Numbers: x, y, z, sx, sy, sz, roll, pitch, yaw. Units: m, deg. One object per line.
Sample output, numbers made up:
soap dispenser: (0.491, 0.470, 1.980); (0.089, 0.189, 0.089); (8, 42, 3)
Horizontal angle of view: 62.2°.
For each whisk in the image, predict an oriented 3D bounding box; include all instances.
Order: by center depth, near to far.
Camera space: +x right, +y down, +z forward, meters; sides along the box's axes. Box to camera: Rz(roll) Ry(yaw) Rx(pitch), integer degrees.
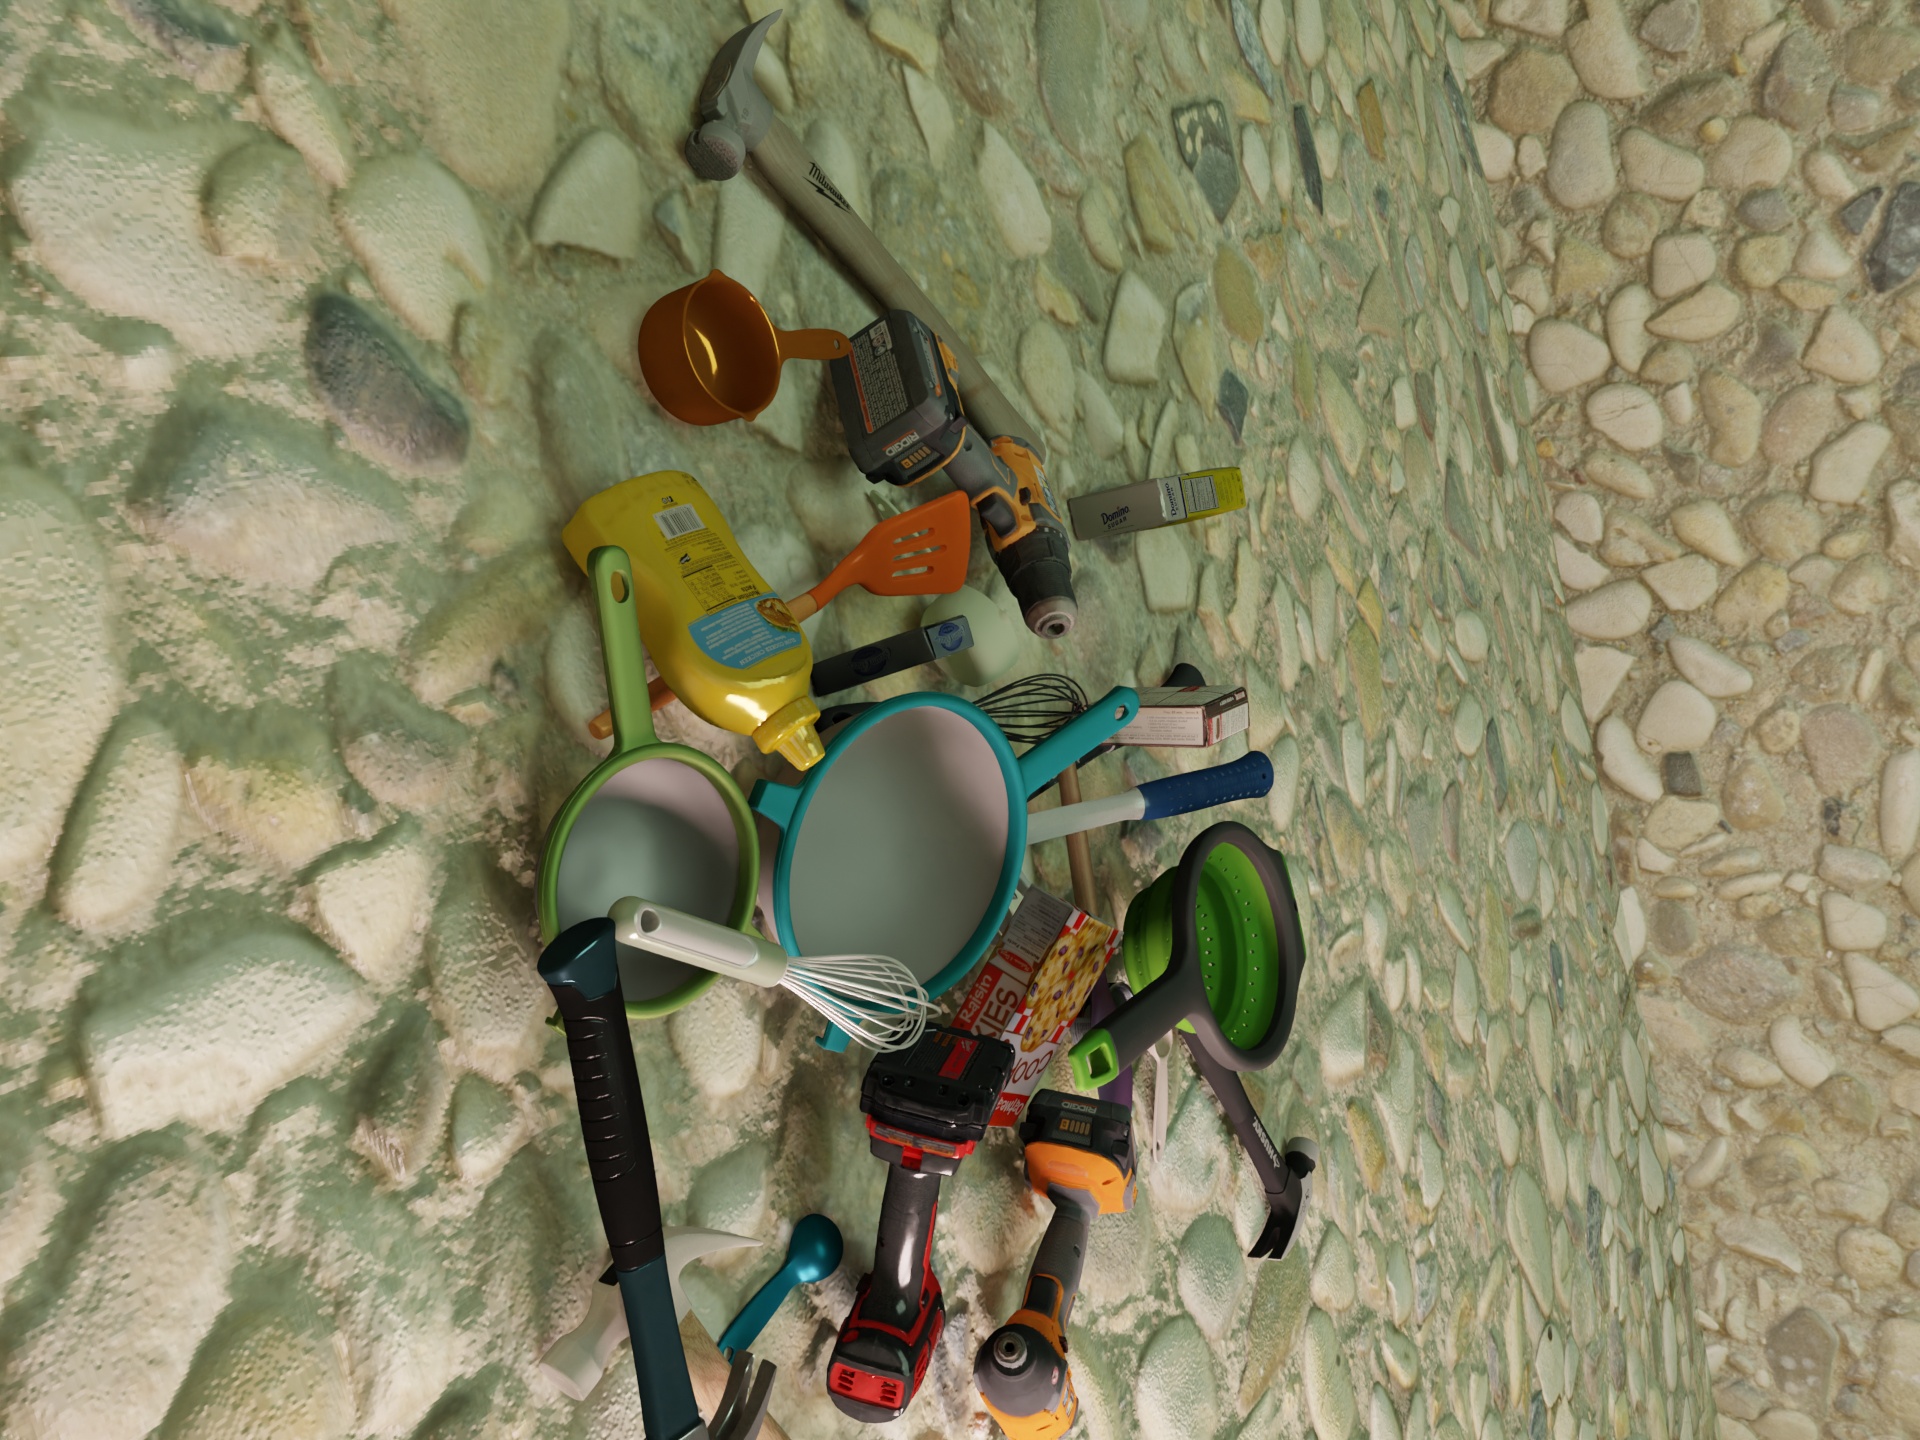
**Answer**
whisk: (-0.100, 0.141, 0.899); (0.246, 0.059, 0.058); (28, 60, -44)
whisk: (-0.001, -0.005, 1.143); (0.239, 0.055, 0.055); (-3, 86, -36)

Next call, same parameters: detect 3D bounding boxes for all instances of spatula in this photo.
spatula: (-0.106, -0.062, 1.015); (0.322, 0.041, 0.081); (-37, 141, -42)
spatula: (0.105, 0.169, 1.267); (0.059, 0.018, 0.316); (-12, 94, -56)

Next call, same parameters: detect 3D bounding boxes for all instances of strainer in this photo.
strainer: (-0.191, 0.033, 0.868); (0.151, 0.069, 0.256); (-17, 105, -49)
strainer: (-0.017, 0.050, 1.065); (0.340, 0.095, 0.210); (-33, 122, -36)

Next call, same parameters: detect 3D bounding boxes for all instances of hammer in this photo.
hammer: (-0.169, 0.265, 0.821); (0.128, 0.033, 0.331); (-19, 105, -46)
hammer: (-0.116, 0.424, 0.935); (0.130, 0.031, 0.331); (-50, 125, -37)
hammer: (-0.048, -0.331, 1.196); (0.410, 0.038, 0.146); (43, 48, -42)
hammer: (0.134, 0.074, 1.271); (0.405, 0.035, 0.144); (-8, 90, -48)
hammer: (0.120, 0.023, 1.363); (0.409, 0.036, 0.149); (-27, 106, -54)
hammer: (0.254, 0.358, 1.484); (0.334, 0.035, 0.146); (61, 39, -27)

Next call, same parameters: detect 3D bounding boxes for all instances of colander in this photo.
colander: (0.156, 0.206, 1.263); (0.397, 0.094, 0.204); (-20, 97, -56)

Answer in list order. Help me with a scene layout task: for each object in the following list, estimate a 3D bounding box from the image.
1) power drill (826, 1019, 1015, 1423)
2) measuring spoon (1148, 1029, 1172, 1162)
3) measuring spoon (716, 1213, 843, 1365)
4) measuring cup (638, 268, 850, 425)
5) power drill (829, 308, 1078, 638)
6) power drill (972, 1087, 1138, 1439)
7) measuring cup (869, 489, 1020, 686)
power drill: (-0.028, 0.310, 1.004); (0.143, 0.078, 0.219); (-33, 134, -76)
measuring spoon: (0.170, 0.324, 1.393); (0.034, 0.018, 0.124); (7, 85, -55)
measuring spoon: (-0.108, 0.354, 0.976); (0.128, 0.021, 0.042); (-41, 117, -50)
measuring cup: (-0.139, -0.238, 1.034); (0.173, 0.052, 0.095); (-22, 101, -56)
power drill: (0.008, -0.171, 1.164); (0.226, 0.084, 0.186); (37, 30, -47)
power drill: (0.066, 0.386, 1.133); (0.164, 0.084, 0.227); (75, 28, -54)
measuring cup: (-0.024, -0.094, 1.169); (0.038, 0.083, 0.167); (-44, 103, -25)
